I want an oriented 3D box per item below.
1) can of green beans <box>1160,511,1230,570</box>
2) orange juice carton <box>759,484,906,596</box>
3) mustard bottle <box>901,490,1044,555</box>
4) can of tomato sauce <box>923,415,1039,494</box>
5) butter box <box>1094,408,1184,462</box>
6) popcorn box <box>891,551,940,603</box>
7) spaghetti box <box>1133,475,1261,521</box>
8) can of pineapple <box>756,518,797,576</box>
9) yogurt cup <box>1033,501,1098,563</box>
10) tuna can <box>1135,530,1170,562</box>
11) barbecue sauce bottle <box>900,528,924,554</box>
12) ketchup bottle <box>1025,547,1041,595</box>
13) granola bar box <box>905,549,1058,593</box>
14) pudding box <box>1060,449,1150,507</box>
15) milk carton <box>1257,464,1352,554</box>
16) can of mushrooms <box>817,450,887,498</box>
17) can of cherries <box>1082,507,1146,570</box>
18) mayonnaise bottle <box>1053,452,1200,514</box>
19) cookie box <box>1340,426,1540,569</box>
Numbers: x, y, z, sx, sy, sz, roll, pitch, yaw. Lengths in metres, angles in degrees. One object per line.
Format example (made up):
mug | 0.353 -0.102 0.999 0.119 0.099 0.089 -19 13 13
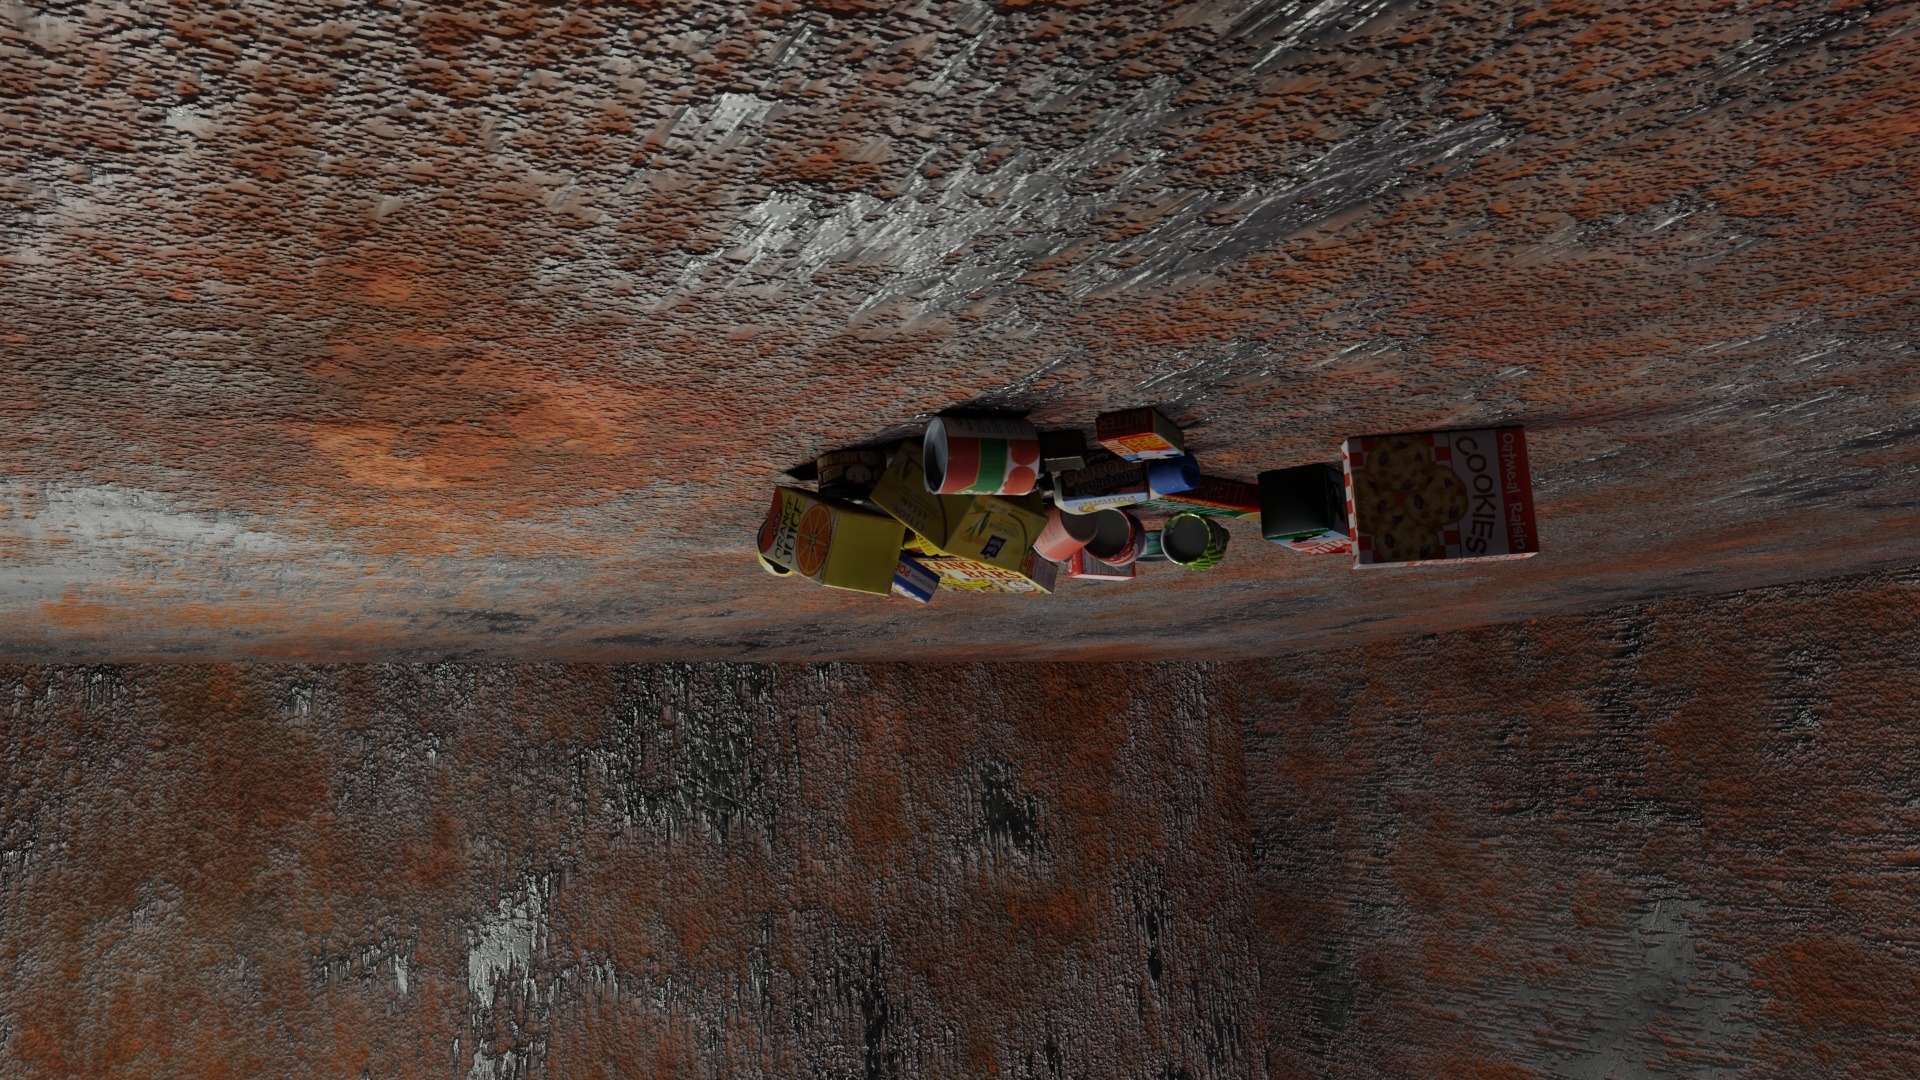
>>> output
can of green beans | 0.283 0.001 1.685 0.071 0.071 0.058 -8 168 26
orange juice carton | -0.133 -0.006 1.332 0.073 0.071 0.193 11 -175 -32
mustard bottle | 0.005 -0.018 1.419 0.160 0.065 0.048 -22 150 18
can of tomato sauce | 0.017 -0.070 1.180 0.083 0.071 0.071 0 170 -19
butter box | 0.160 -0.092 1.228 0.053 0.024 0.103 -8 170 23
popcorn box | -0.094 0.025 1.611 0.085 0.038 0.126 20 170 45
spaghetti box | 0.269 -0.048 1.507 0.250 0.029 0.050 6 166 -43
can of pineapple | -0.198 0.007 1.570 0.071 0.071 0.057 -1 170 -9
yogurt cup | 0.117 -0.016 1.552 0.072 0.072 0.053 4 160 -35
tuna can | 0.258 0.008 1.822 0.071 0.033 0.071 -3 170 0
barbecue sauce bottle | 0.002 -0.014 1.583 0.148 0.043 0.065 -8 174 27
ketchup bottle | 0.075 0.023 1.783 0.043 0.065 0.148 7 166 23
granola bar box | 0.017 0.025 1.682 0.165 0.039 0.124 -1 158 41
pudding box | 0.138 -0.060 1.331 0.084 0.050 0.030 -5 168 12
milk carton | 0.396 -0.029 1.524 0.073 0.072 0.190 -9 168 31
can of mushrooms | -0.103 -0.062 1.301 0.071 0.033 0.071 -2 171 0
can of cherries | 0.177 -0.003 1.614 0.071 0.071 0.058 -7 169 20
mayonnaise bottle | 0.167 -0.057 1.384 0.148 0.041 0.065 -11 166 41
cookie box | 0.457 -0.040 1.327 0.167 0.123 0.040 -4 171 5
